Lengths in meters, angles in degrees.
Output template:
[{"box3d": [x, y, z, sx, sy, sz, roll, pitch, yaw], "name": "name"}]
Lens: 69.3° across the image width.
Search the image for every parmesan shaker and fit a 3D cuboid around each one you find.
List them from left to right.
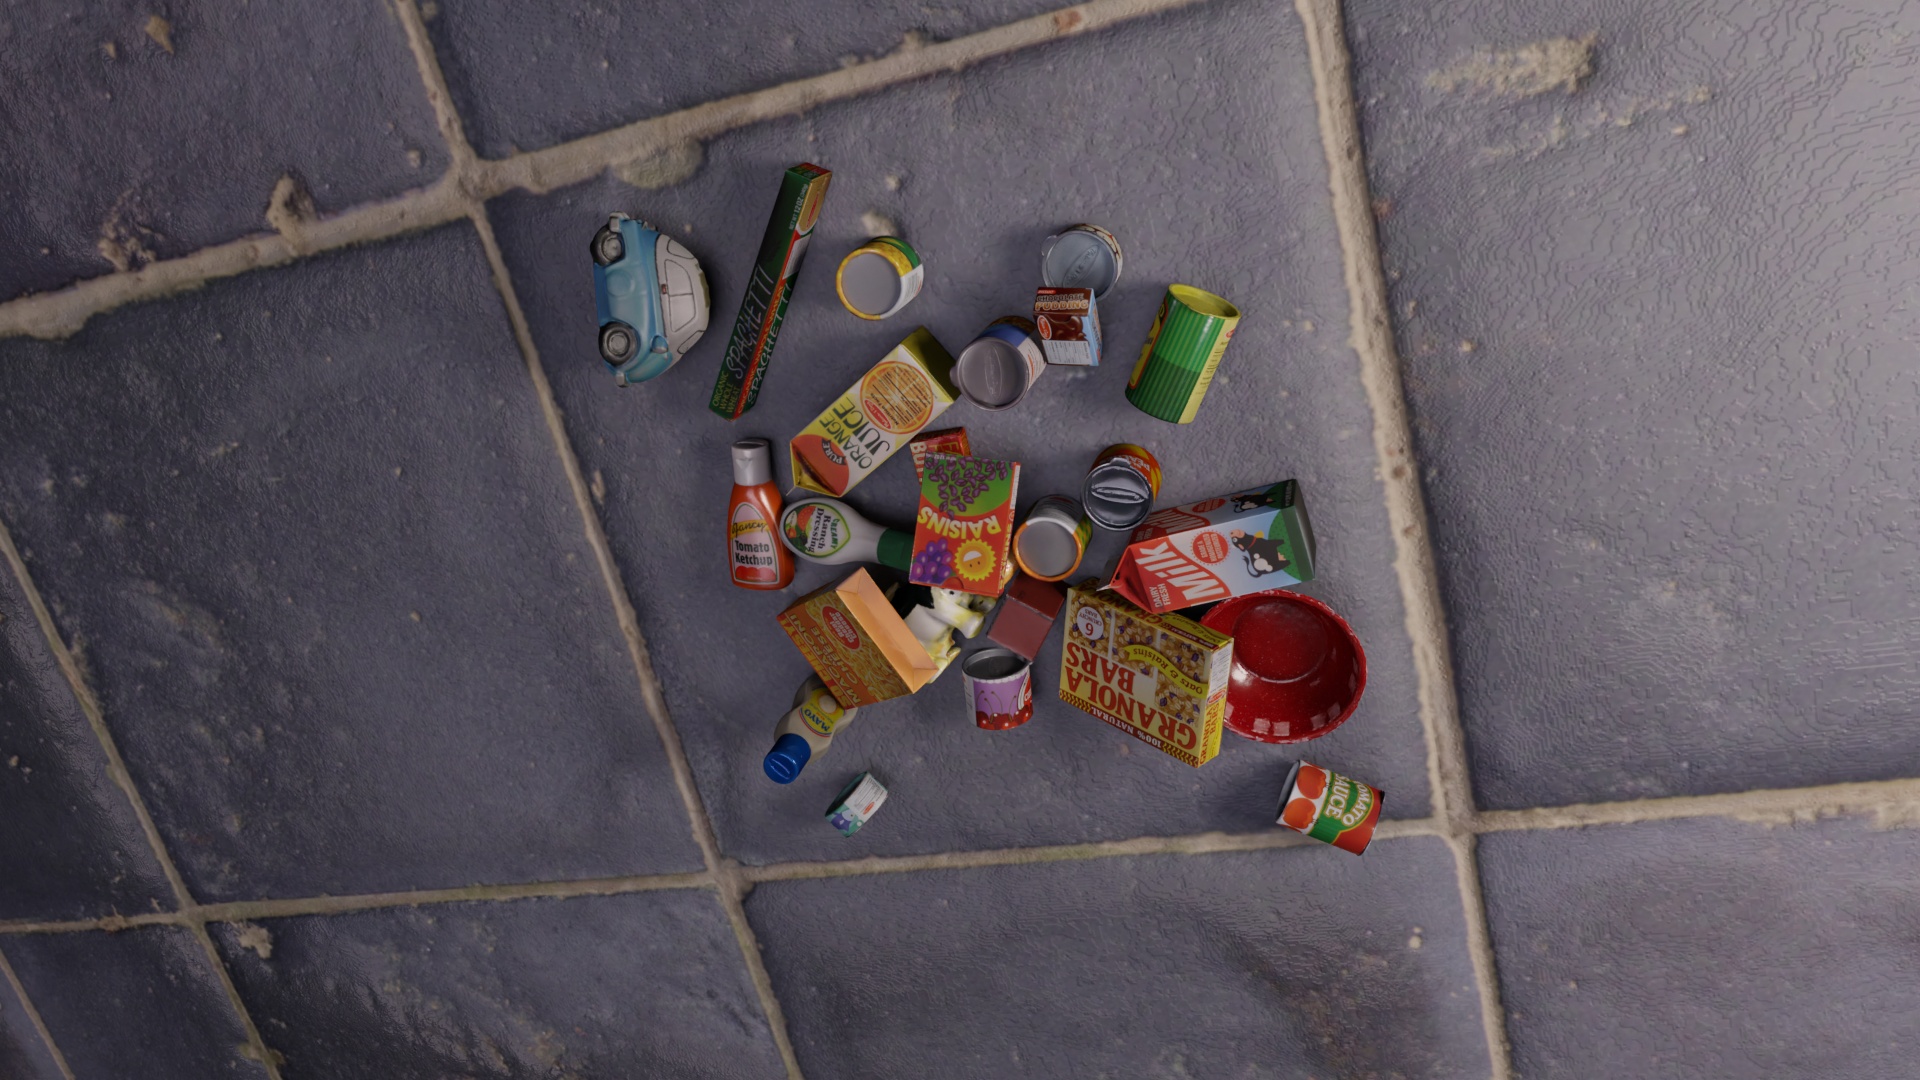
[{"box3d": [0.188, -0.159, 1.191, 0.071, 0.071, 0.102, 24, 117, 5], "name": "parmesan shaker"}]

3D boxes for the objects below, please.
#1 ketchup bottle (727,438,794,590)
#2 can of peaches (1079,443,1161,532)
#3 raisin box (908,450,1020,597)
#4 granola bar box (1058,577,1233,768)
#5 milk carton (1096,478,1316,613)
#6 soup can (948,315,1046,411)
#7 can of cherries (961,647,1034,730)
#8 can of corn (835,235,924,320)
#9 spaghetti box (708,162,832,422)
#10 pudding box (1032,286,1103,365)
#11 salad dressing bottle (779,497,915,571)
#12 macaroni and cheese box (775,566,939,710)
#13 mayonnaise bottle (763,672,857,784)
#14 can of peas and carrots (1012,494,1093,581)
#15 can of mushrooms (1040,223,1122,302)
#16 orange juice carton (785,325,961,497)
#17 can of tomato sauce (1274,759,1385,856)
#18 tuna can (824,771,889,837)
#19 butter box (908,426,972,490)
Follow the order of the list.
[{"box3d": [-0.201, -0.026, 1.374, 0.065, 0.044, 0.148, 4, 112, 16], "name": "ketchup bottle"}, {"box3d": [0.146, -0.051, 1.256, 0.071, 0.058, 0.071, 6, 113, 14], "name": "can of peaches"}, {"box3d": [0.005, -0.016, 1.270, 0.086, 0.040, 0.123, 8, 93, 9], "name": "raisin box"}, {"box3d": [0.170, 0.120, 1.290, 0.166, 0.039, 0.123, 24, 122, 39], "name": "granola bar box"}, {"box3d": [0.218, 0.010, 1.253, 0.190, 0.073, 0.073, -13, 108, 21], "name": "milk carton"}, {"box3d": [0.035, -0.158, 1.228, 0.071, 0.084, 0.071, 6, 113, 14], "name": "soup can"}, {"box3d": [0.039, 0.146, 1.364, 0.071, 0.072, 0.058, 0, 112, 16], "name": "can of cherries"}, {"box3d": [-0.074, -0.236, 1.241, 0.071, 0.058, 0.071, 6, 113, 13], "name": "can of corn"}, {"box3d": [-0.177, -0.225, 1.280, 0.029, 0.050, 0.248, 27, 117, 6], "name": "spaghetti box"}, {"box3d": [0.095, -0.185, 1.204, 0.049, 0.030, 0.083, 4, 156, 15], "name": "pudding box"}, {"box3d": [-0.102, -0.002, 1.335, 0.148, 0.044, 0.064, 13, 90, 26], "name": "salad dressing bottle"}, {"box3d": [-0.103, 0.099, 1.350, 0.123, 0.040, 0.166, 54, 151, -6], "name": "macaroni and cheese box"}, {"box3d": [-0.153, 0.190, 1.391, 0.065, 0.149, 0.041, 41, 117, -4], "name": "mayonnaise bottle"}, {"box3d": [0.086, 0.000, 1.294, 0.071, 0.059, 0.070, 6, 114, 14], "name": "can of peas and carrots"}, {"box3d": [0.104, -0.241, 1.202, 0.071, 0.033, 0.070, 6, 114, 14], "name": "can of mushrooms"}, {"box3d": [-0.088, -0.107, 1.291, 0.192, 0.072, 0.073, -38, 98, 26], "name": "orange juice carton"}, {"box3d": [0.350, 0.252, 1.319, 0.083, 0.071, 0.071, 21, 116, 7], "name": "can of tomato sauce"}, {"box3d": [-0.111, 0.278, 1.463, 0.033, 0.071, 0.071, 45, 116, -5], "name": "tuna can"}, {"box3d": [-0.011, -0.054, 1.318, 0.053, 0.024, 0.103, -7, 110, 18], "name": "butter box"}]
